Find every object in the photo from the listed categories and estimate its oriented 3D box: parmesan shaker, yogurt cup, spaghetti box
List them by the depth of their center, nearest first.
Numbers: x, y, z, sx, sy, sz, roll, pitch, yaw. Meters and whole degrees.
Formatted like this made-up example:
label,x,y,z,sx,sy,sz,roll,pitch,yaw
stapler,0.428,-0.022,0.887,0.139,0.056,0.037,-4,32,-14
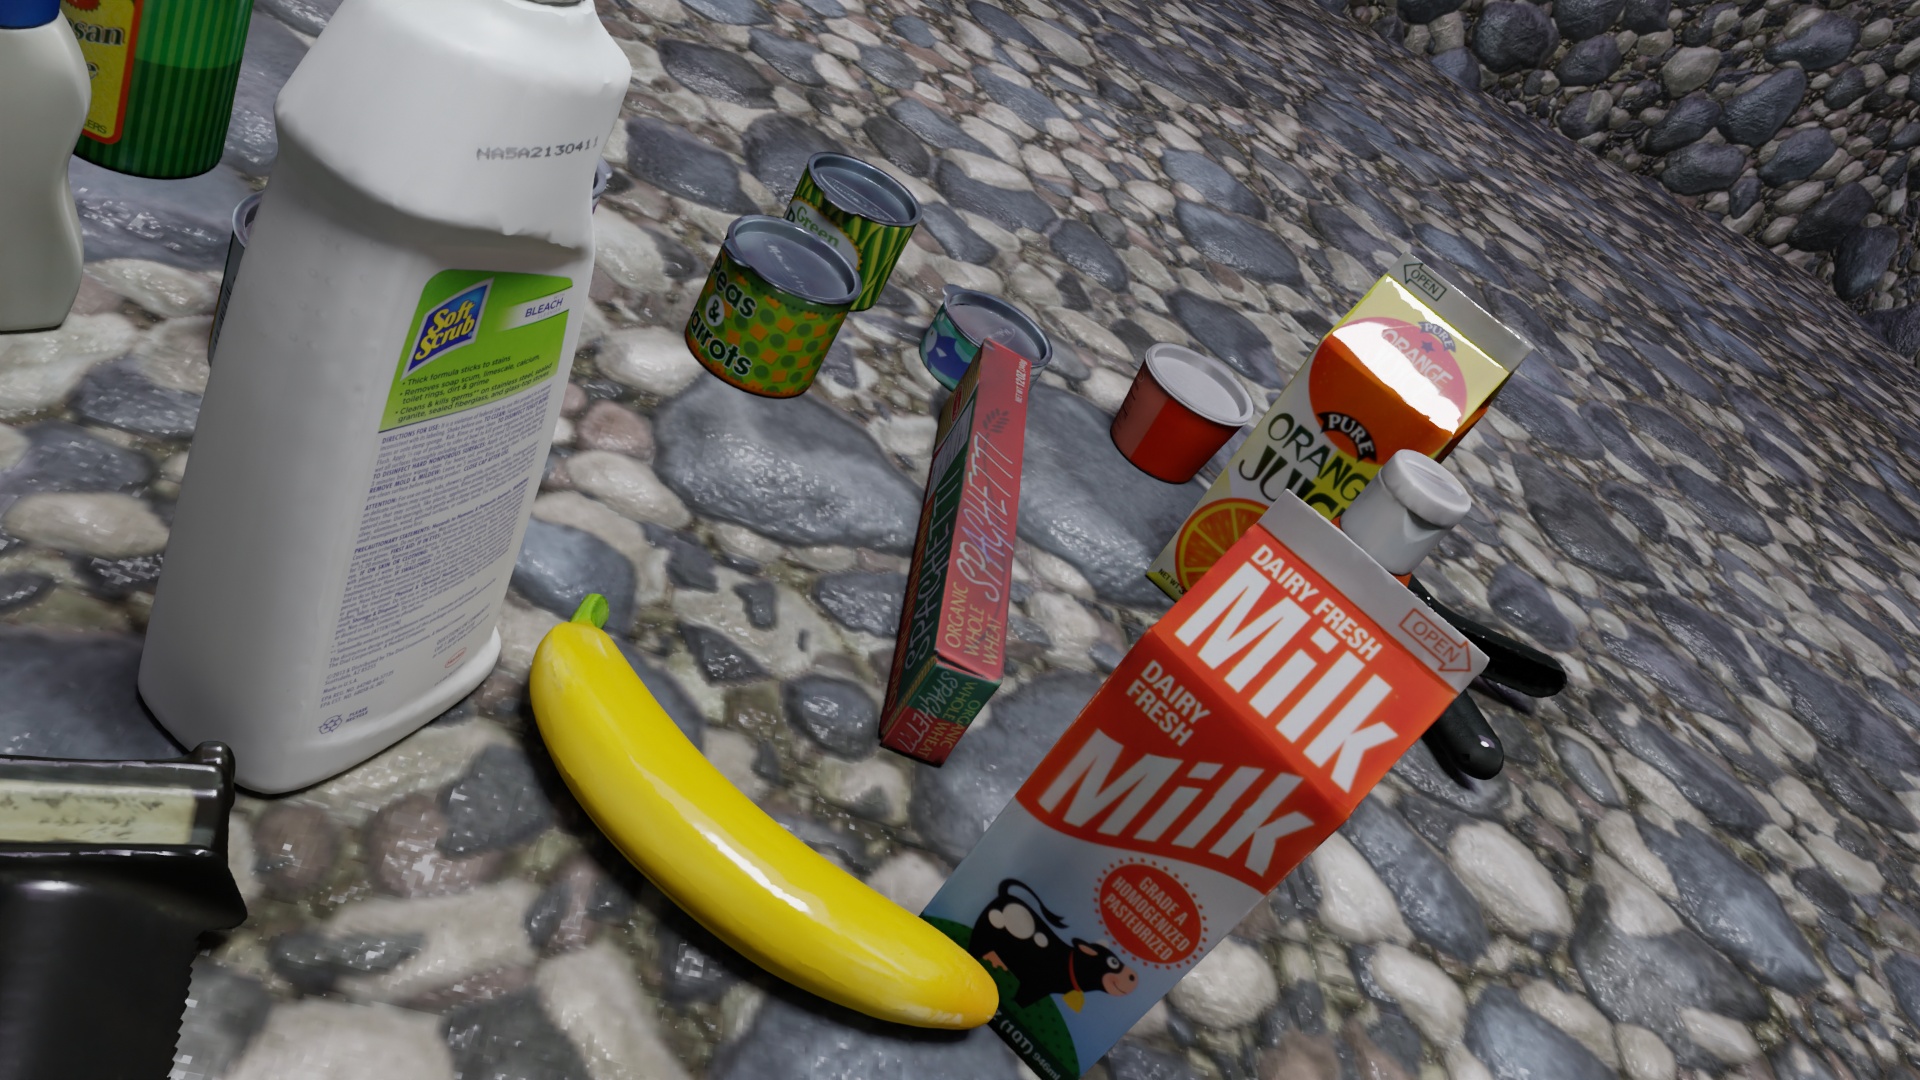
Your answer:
label,x,y,z,sx,sy,sz,roll,pitch,yaw
parmesan shaker,-0.313,-0.200,0.540,0.071,0.102,0.072,22,34,-16
spaghetti box,0.002,-0.008,0.598,0.029,0.050,0.251,25,33,-12
yogurt cup,0.120,-0.069,0.775,0.072,0.053,0.073,22,34,-16

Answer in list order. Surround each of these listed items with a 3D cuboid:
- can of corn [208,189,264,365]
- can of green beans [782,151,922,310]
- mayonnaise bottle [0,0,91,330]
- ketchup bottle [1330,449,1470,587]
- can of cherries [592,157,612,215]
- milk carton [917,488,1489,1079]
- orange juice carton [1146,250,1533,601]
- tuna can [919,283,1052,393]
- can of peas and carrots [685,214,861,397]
label,x,y,z,sx,sy,sz,roll,pitch,yaw
can of corn,-0.228,-0.084,0.500,0.071,0.058,0.071,22,34,-16
can of green beans,-0.063,-0.165,0.745,0.071,0.057,0.071,22,34,-16
mayonnaise bottle,-0.298,-0.132,0.421,0.065,0.147,0.041,-1,45,-41
ketchup bottle,0.154,0.027,0.589,0.065,0.148,0.044,25,33,-11
can of cherries,-0.193,-0.143,0.606,0.071,0.058,0.072,22,34,-16
milk carton,0.069,0.075,0.417,0.072,0.189,0.074,43,34,15
orange juice carton,0.177,-0.037,0.653,0.072,0.191,0.073,42,34,15
tuna can,0.011,-0.105,0.750,0.071,0.032,0.071,22,34,-16
can of peas and carrots,-0.090,-0.109,0.647,0.071,0.058,0.071,22,34,-16
